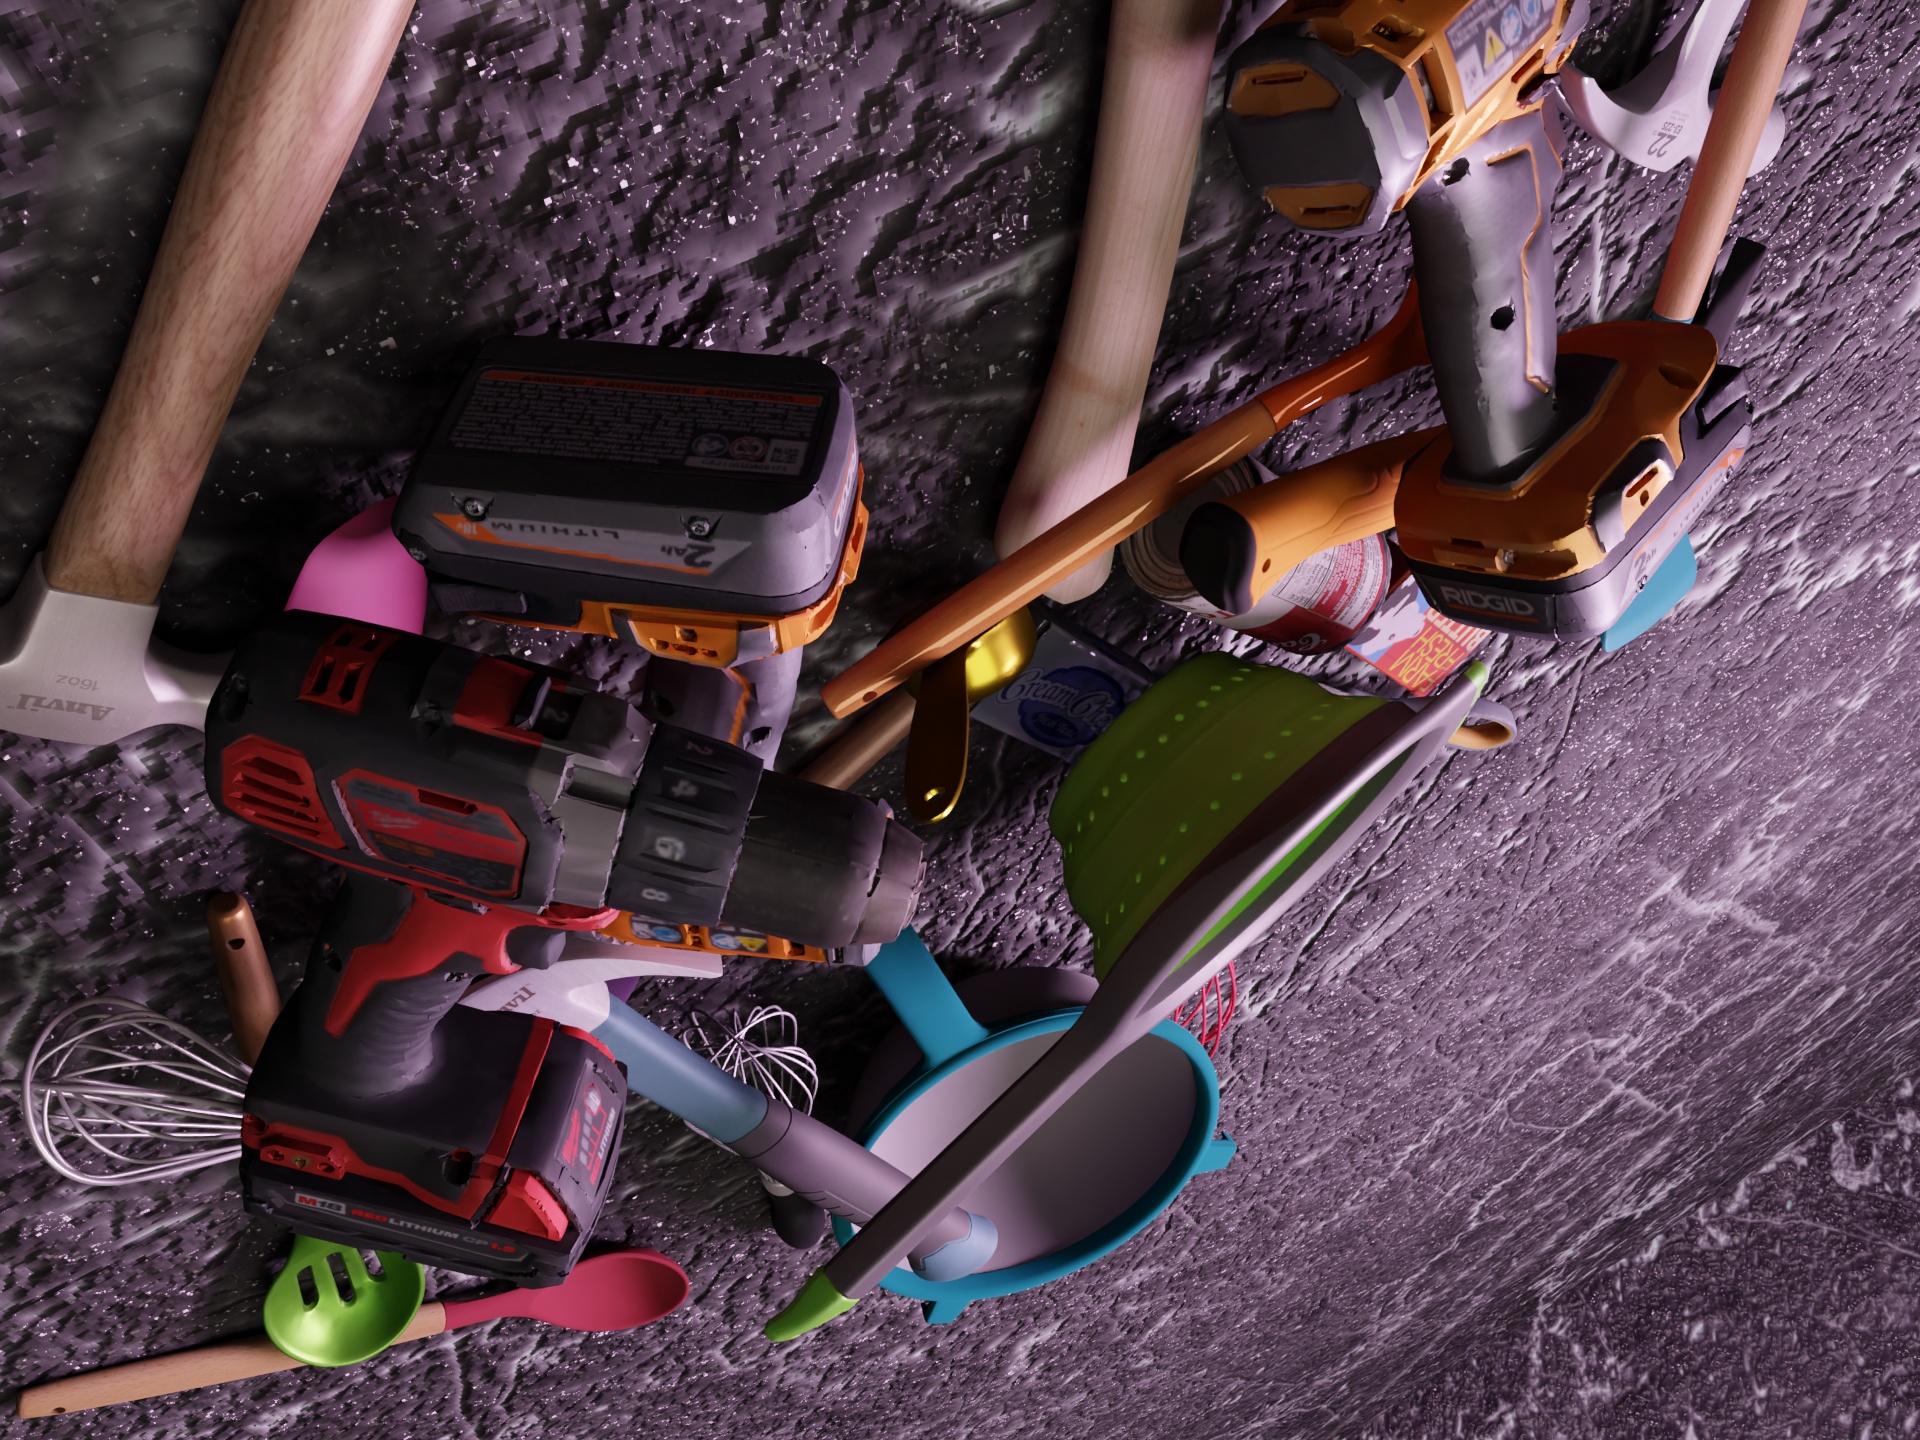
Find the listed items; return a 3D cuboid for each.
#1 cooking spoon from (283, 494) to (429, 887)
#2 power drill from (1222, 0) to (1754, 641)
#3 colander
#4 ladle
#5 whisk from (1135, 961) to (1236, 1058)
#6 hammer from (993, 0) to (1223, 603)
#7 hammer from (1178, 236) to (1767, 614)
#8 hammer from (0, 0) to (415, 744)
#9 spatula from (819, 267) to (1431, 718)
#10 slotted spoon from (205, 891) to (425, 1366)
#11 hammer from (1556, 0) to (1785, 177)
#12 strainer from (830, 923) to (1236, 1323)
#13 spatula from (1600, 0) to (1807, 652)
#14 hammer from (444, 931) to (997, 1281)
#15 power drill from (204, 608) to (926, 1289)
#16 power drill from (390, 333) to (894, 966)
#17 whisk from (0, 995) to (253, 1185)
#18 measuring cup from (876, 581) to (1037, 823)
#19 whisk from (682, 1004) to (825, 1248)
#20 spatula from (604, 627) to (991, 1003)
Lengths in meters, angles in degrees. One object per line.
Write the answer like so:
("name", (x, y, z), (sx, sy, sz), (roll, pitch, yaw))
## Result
("cooking spoon", (-0.204, 0.052, 0.547), (0.069, 0.017, 0.318), (-52, 167, -44))
("power drill", (0.188, -0.162, 0.511), (0.185, 0.084, 0.226), (-46, 126, -20))
("colander", (0.046, 0.094, 0.674), (0.397, 0.094, 0.204), (-43, 163, -3))
("ladle", (-0.280, 0.299, 0.777), (0.315, 0.031, 0.069), (2, 127, -38))
("whisk", (0.118, 0.088, 0.833), (0.073, 0.073, 0.295), (-19, 136, -21))
("hammer", (0.068, -0.202, 0.485), (0.146, 0.038, 0.410), (-19, 142, -23))
("hammer", (0.210, -0.113, 0.632), (0.337, 0.034, 0.127), (-22, 137, -36))
("hammer", (-0.174, -0.124, 0.382), (0.130, 0.031, 0.331), (9, 125, -45))
("spatula", (0.083, -0.100, 0.568), (0.322, 0.041, 0.080), (-34, 147, -2))
("slotted spoon", (-0.269, 0.176, 0.649), (0.070, 0.031, 0.313), (-16, 138, -25))
("hammer", (0.318, -0.368, 0.496), (0.144, 0.035, 0.405), (-7, 135, -33))
("strainer", (-0.001, 0.159, 0.801), (0.211, 0.095, 0.340), (-29, 129, -1))
("spatula", (0.286, -0.174, 0.596), (0.082, 0.044, 0.317), (-30, 139, -33))
("hammer", (-0.086, 0.176, 0.682), (0.128, 0.033, 0.330), (-35, 132, 11))
("power drill", (-0.125, 0.078, 0.478), (0.188, 0.080, 0.226), (16, 130, -7))
("power drill", (-0.105, -0.006, 0.506), (0.164, 0.084, 0.226), (5, 138, 4))
("whisk", (-0.243, 0.148, 0.585), (0.058, 0.059, 0.246), (-11, 157, 16))
("measuring cup", (-0.001, -0.002, 0.561), (0.062, 0.157, 0.029), (-19, 119, 15))
("whisk", (-0.097, 0.219, 0.816), (0.070, 0.070, 0.284), (-25, 148, -14))
("spatula", (-0.103, 0.067, 0.665), (0.316, 0.018, 0.059), (-41, 146, 10))
